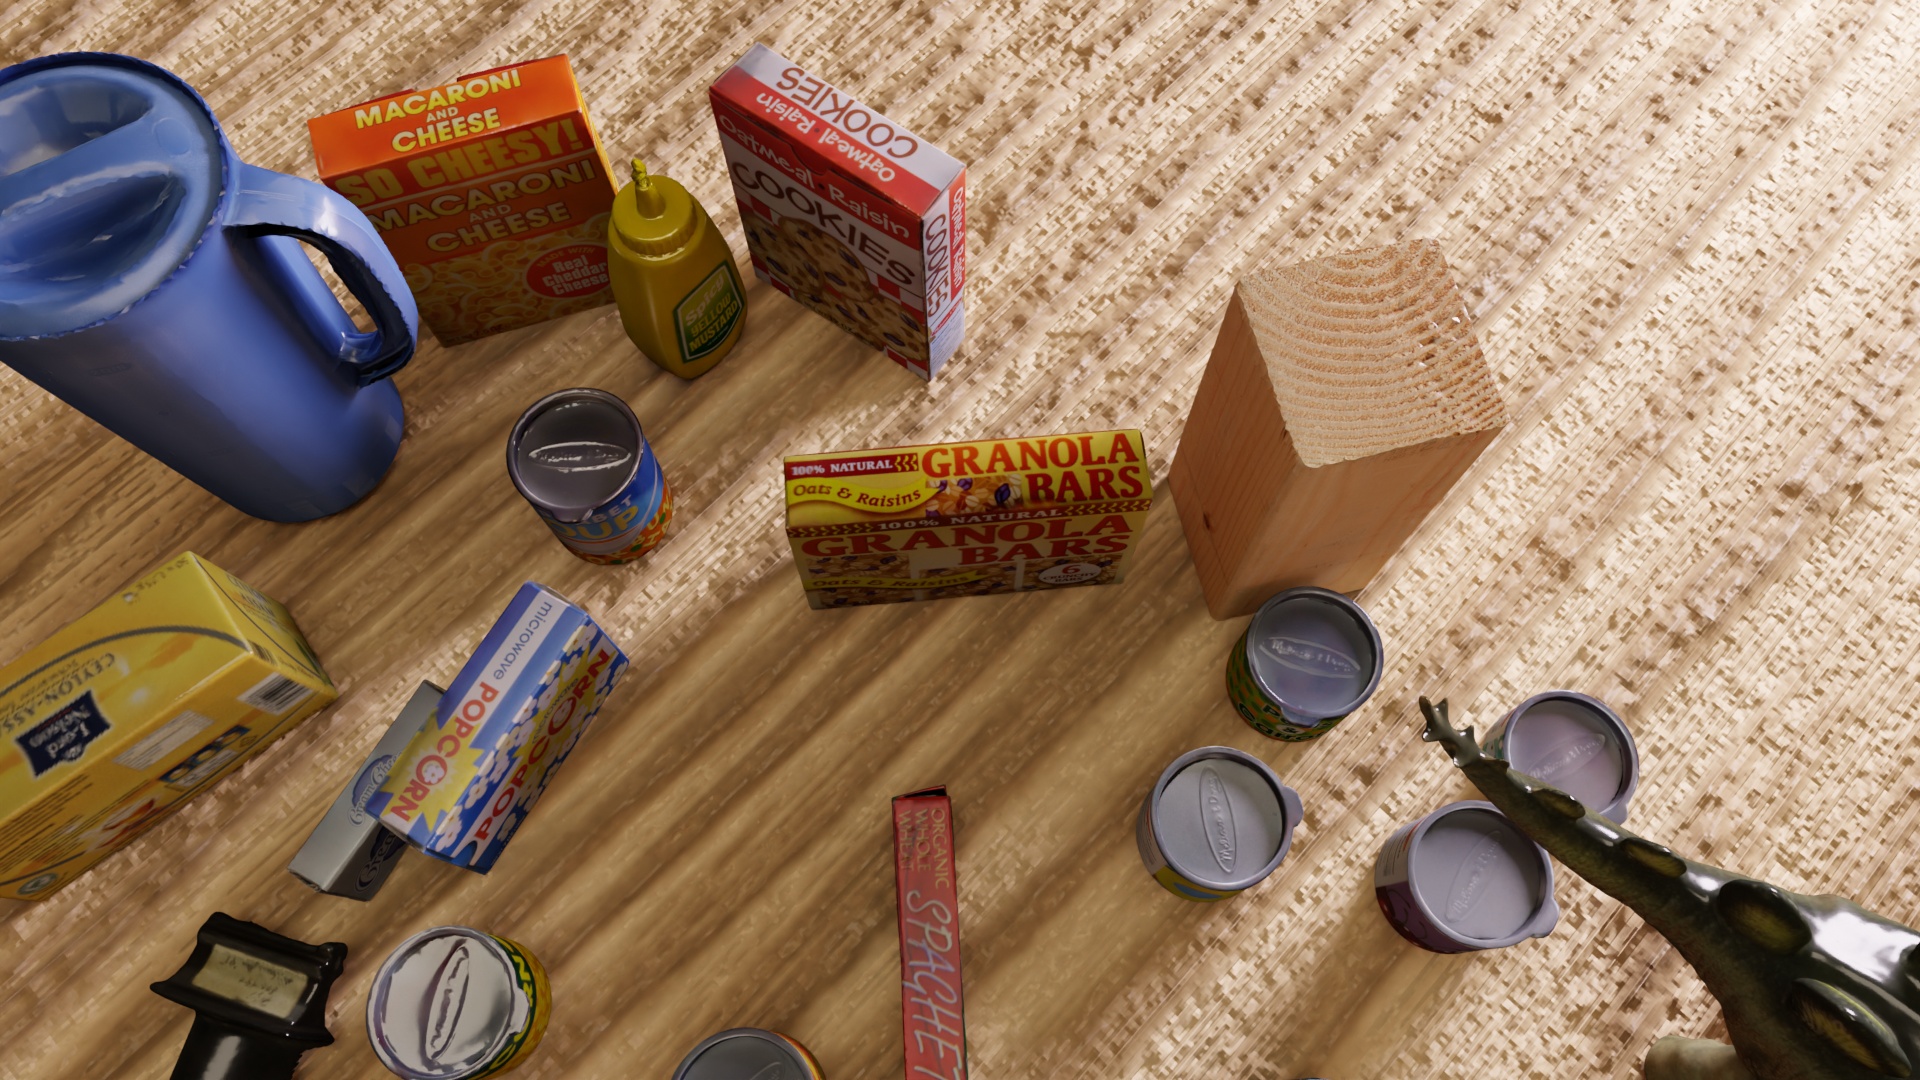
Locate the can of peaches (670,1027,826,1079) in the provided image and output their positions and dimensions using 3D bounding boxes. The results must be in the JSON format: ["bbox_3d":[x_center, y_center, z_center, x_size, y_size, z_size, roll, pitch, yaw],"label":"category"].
[{"bbox_3d":[-0.091,0.253,0.616,0.071,0.058,0.071,0,70,0],"label":"can of peaches"}]

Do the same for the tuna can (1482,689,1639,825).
[{"bbox_3d":[0.296,0.112,0.685,0.071,0.032,0.071,0,70,0],"label":"tuna can"}]

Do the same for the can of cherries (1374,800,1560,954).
[{"bbox_3d":[0.237,0.162,0.653,0.071,0.058,0.072,0,70,0],"label":"can of cherries"}]

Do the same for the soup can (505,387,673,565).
[{"bbox_3d":[-0.186,-0.028,0.707,0.071,0.083,0.071,0,70,0],"label":"soup can"}]

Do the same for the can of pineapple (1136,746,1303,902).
[{"bbox_3d":[0.121,0.137,0.661,0.071,0.057,0.071,0,70,0],"label":"can of pineapple"}]

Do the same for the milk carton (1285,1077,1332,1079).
[{"bbox_3d":[0.137,0.254,0.547,0.072,0.190,0.073,-3,70,-1],"label":"milk carton"}]

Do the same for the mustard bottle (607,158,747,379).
[{"bbox_3d":[-0.148,-0.141,0.708,0.049,0.159,0.065,37,74,12],"label":"mustard bottle"}]

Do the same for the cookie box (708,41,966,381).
[{"bbox_3d":[-0.058,-0.161,0.713,0.123,0.167,0.040,33,73,11],"label":"cookie box"}]

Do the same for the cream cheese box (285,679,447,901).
[{"bbox_3d":[-0.271,0.121,0.667,0.024,0.053,0.104,28,72,10],"label":"cream cheese box"}]

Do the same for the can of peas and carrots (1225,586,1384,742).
[{"bbox_3d":[0.168,0.065,0.688,0.071,0.058,0.071,0,70,0],"label":"can of peas and carrots"}]

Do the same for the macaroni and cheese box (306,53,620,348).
[{"bbox_3d":[-0.238,-0.169,0.715,0.124,0.166,0.040,-17,71,-6],"label":"macaroni and cheese box"}]

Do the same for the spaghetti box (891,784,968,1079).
[{"bbox_3d":[-0.010,0.239,0.626,0.029,0.050,0.251,-4,70,-2],"label":"spaghetti box"}]

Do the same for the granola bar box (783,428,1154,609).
[{"bbox_3d":[0.002,-0.009,0.679,0.166,0.123,0.039,-5,70,-2],"label":"granola bar box"}]

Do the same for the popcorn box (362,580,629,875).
[{"bbox_3d":[-0.216,0.090,0.662,0.038,0.085,0.127,28,72,10],"label":"popcorn box"}]

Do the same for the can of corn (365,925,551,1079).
[{"bbox_3d":[-0.223,0.212,0.631,0.071,0.058,0.071,0,70,0],"label":"can of corn"}]
